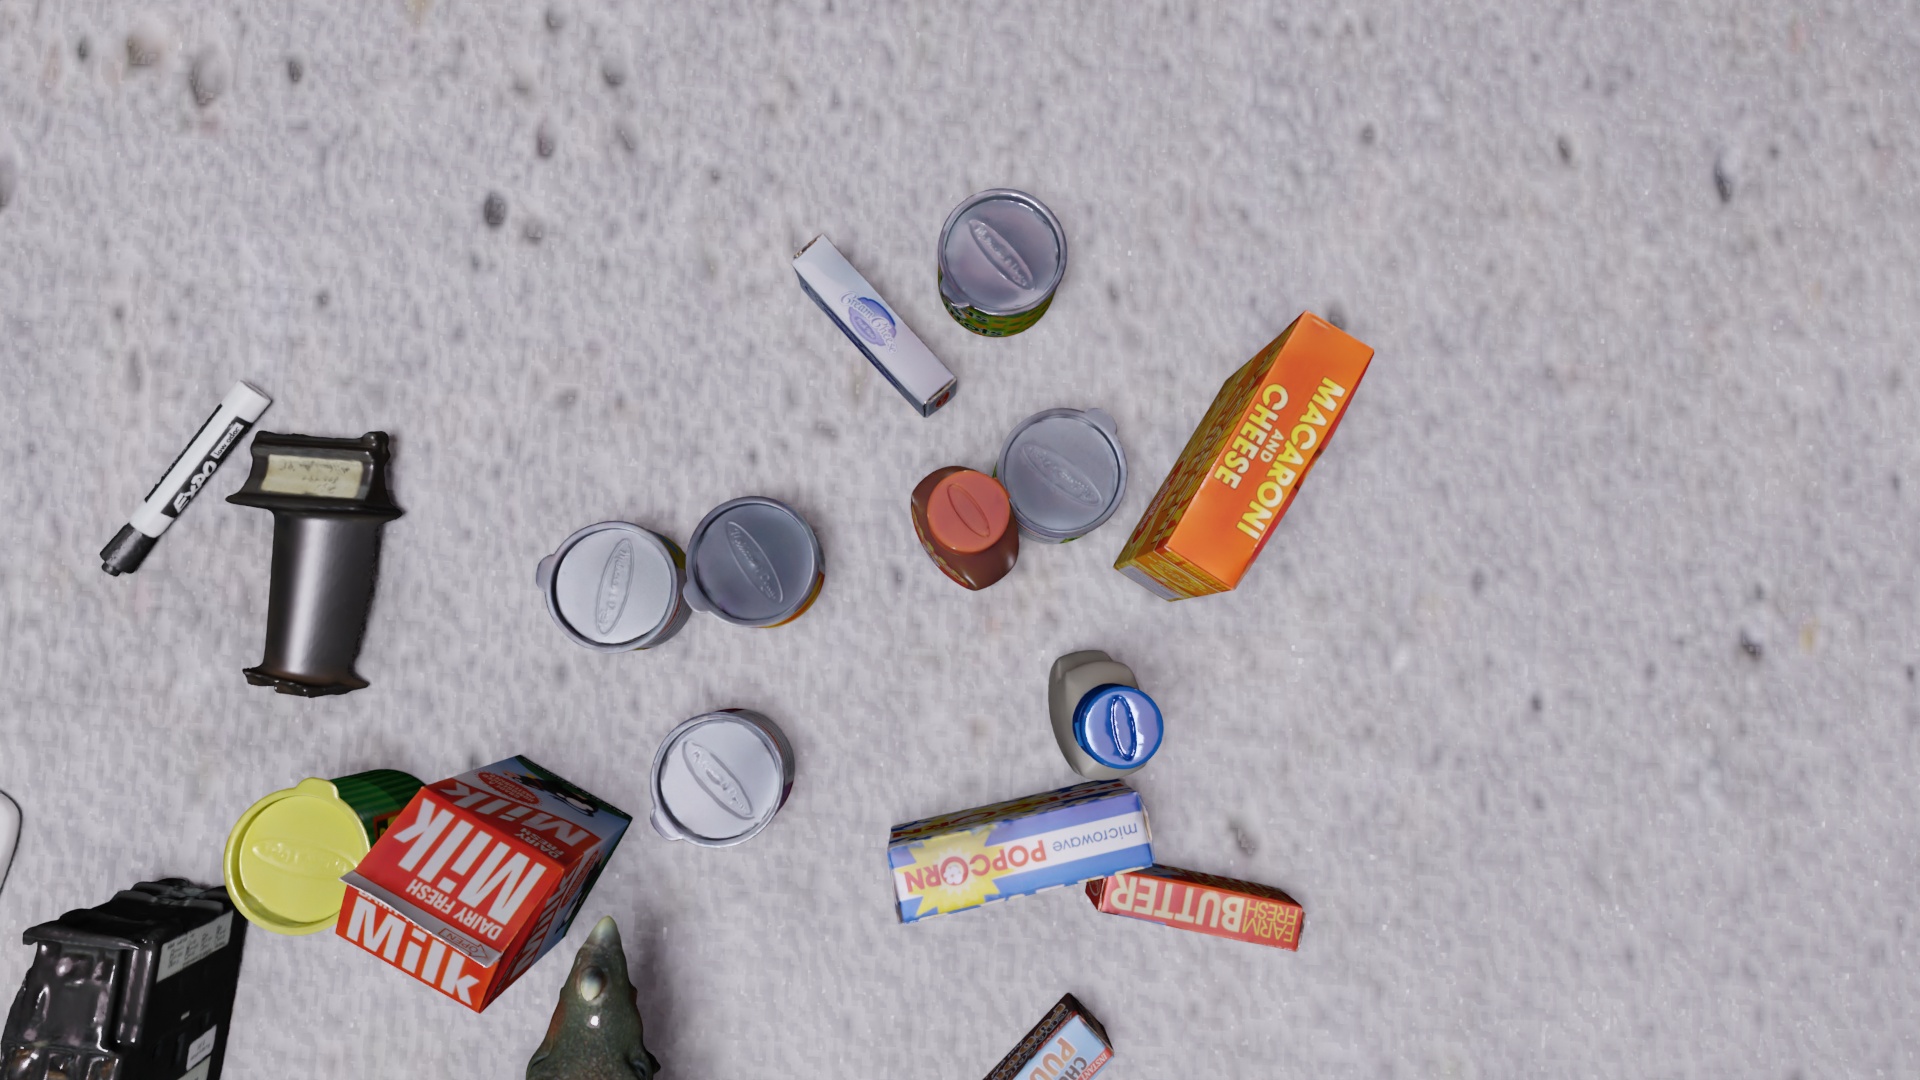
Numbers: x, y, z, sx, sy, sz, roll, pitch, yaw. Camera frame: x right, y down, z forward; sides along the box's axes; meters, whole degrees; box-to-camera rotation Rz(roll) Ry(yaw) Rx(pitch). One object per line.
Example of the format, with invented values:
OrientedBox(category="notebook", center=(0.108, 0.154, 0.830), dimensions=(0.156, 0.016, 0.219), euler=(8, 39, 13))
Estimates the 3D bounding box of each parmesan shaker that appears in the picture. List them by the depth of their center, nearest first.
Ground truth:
OrientedBox(category="parmesan shaker", center=(-0.300, 0.146, 0.678), dimensions=(0.071, 0.103, 0.071), euler=(0, 86, -1))

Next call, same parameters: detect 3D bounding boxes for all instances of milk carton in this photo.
OrientedBox(category="milk carton", center=(-0.216, 0.155, 0.636), dimensions=(0.072, 0.190, 0.073), euler=(29, 86, 1))

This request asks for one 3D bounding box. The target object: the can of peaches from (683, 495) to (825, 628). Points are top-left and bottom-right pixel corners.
OrientedBox(category="can of peaches", center=(-0.106, 0.014, 0.717), dimensions=(0.071, 0.058, 0.071), euler=(0, 86, -2))

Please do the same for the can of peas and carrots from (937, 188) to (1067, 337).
OrientedBox(category="can of peas and carrots", center=(0.019, -0.143, 0.732), dimensions=(0.071, 0.058, 0.071), euler=(0, 86, -2))

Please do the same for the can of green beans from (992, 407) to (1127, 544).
OrientedBox(category="can of green beans", center=(0.050, -0.032, 0.725), dimensions=(0.071, 0.058, 0.071), euler=(0, 86, -2))

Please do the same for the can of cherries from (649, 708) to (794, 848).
OrientedBox(category="can of cherries", center=(-0.122, 0.121, 0.708), dimensions=(0.071, 0.058, 0.071), euler=(0, 86, -2))

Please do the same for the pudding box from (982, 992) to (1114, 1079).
OrientedBox(category="pudding box", center=(0.038, 0.275, 0.704), dimensions=(0.084, 0.049, 0.030), euler=(-45, 88, -4))

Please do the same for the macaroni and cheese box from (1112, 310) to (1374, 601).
OrientedBox(category="macaroni and cheese box", center=(0.132, -0.033, 0.673), dimensions=(0.040, 0.166, 0.124), euler=(31, 86, 1))

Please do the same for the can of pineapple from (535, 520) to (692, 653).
OrientedBox(category="can of pineapple", center=(-0.175, 0.024, 0.714), dimensions=(0.071, 0.058, 0.071), euler=(0, 86, -2))

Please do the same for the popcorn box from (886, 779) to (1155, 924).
OrientedBox(category="popcorn box", center=(0.028, 0.153, 0.696), dimensions=(0.127, 0.085, 0.038), euler=(-13, 86, -2))

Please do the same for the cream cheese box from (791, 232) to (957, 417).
OrientedBox(category="cream cheese box", center=(-0.045, -0.111, 0.731), dimensions=(0.024, 0.053, 0.104), euler=(-43, 88, -4))

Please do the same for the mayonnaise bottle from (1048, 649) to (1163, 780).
OrientedBox(category="mayonnaise bottle", center=(0.069, 0.086, 0.671), dimensions=(0.041, 0.148, 0.065), euler=(-10, 86, -2))

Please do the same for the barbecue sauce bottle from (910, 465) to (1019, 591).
OrientedBox(category="barbecue sauce bottle", center=(0.002, -0.008, 0.676), dimensions=(0.044, 0.148, 0.065), euler=(-36, 88, -3))

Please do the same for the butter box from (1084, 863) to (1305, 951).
OrientedBox(category="butter box", center=(0.119, 0.184, 0.712), dimensions=(0.103, 0.053, 0.024), euler=(11, 86, -1))
